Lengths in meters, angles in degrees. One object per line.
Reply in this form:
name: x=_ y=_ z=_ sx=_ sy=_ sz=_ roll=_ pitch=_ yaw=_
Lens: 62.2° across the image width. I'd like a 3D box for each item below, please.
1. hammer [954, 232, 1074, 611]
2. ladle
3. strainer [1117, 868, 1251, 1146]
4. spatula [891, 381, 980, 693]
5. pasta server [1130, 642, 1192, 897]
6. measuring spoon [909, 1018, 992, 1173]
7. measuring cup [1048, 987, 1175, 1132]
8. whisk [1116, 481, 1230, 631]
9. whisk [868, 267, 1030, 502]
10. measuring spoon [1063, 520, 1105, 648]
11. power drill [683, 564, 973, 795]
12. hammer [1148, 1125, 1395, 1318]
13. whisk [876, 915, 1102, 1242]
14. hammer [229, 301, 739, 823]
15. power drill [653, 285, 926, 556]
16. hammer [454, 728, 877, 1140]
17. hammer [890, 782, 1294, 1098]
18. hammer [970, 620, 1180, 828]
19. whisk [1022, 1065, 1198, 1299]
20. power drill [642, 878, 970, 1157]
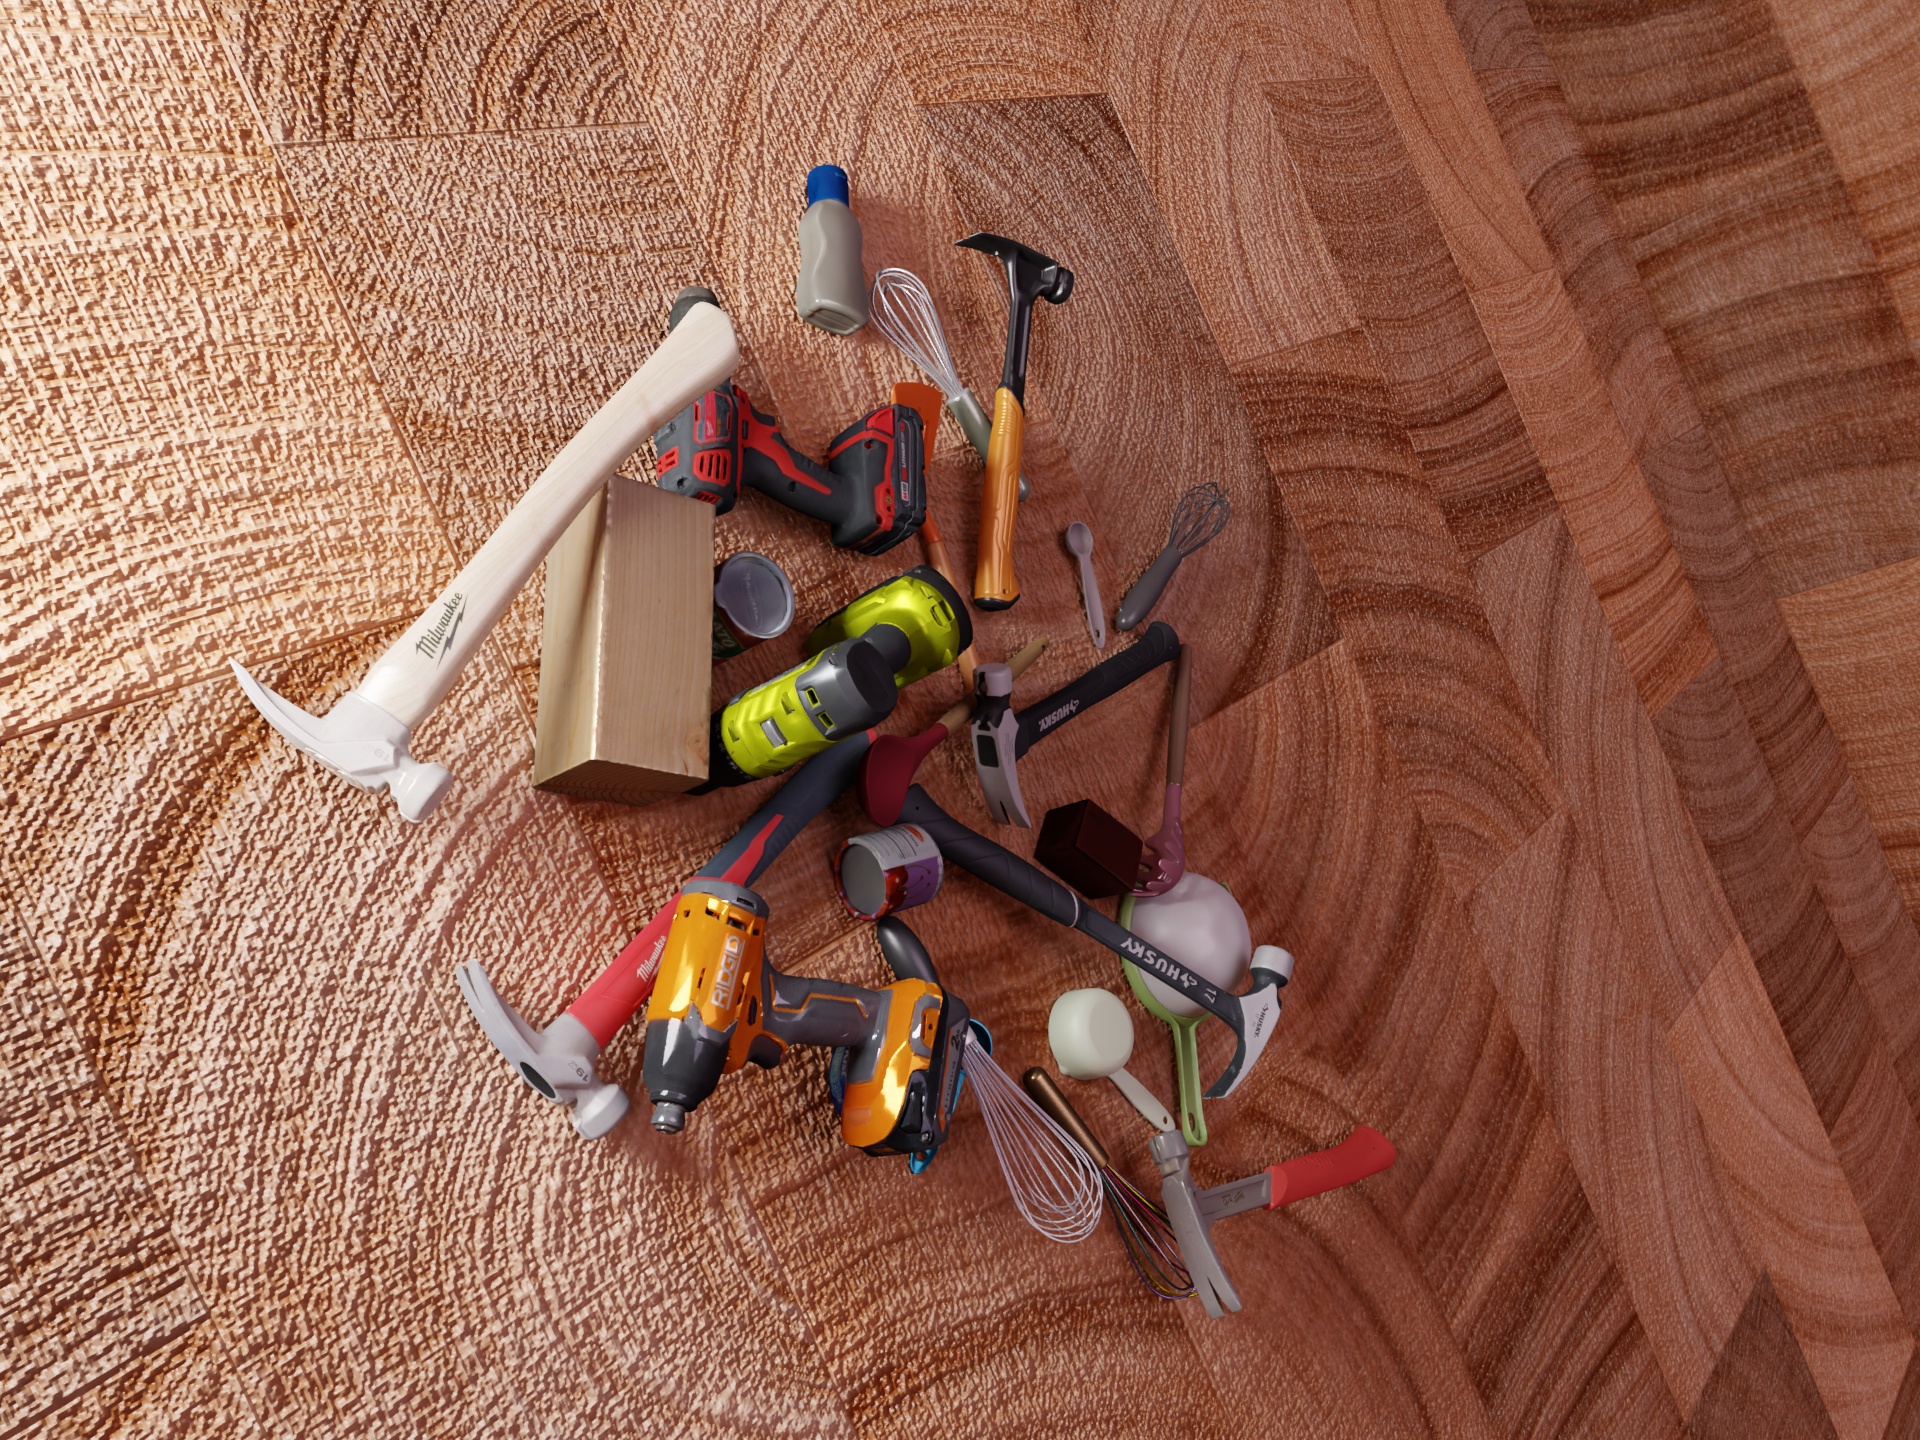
hammer: x=0.038 y=-0.265 z=1.428 sx=0.127 sy=0.034 sz=0.337 roll=12 pitch=79 yaw=-41
ladle: x=-0.002 y=-0.004 z=1.314 sx=0.315 sy=0.031 sz=0.069 roll=-41 pitch=126 yaw=-49
strainer: x=0.219 y=0.249 z=1.429 sx=0.151 sy=0.069 sz=0.257 roll=15 pitch=63 yaw=-39
spatula: x=-0.009 y=-0.133 z=1.380 sx=0.081 sy=0.041 sz=0.322 roll=-10 pitch=83 yaw=-59
pasta server: x=0.196 y=0.040 z=1.489 sx=0.040 sy=0.060 sz=0.316 roll=29 pitch=46 yaw=-19
measuring spoon: x=-0.014 y=0.293 z=1.239 sx=0.042 sy=0.021 sz=0.129 roll=31 pitch=63 yaw=-11
measuring cup: x=0.143 y=0.297 z=1.362 sx=0.167 sy=0.038 sz=0.083 roll=48 pitch=48 yaw=-17
whisk: x=0.214 y=-0.165 z=1.598 sx=0.055 sy=0.055 sz=0.239 roll=51 pitch=51 yaw=-17
whisk: x=-0.006 y=-0.302 z=1.444 sx=0.246 sy=0.058 sz=0.059 roll=56 pitch=25 yaw=-19
measuring spoon: x=0.118 y=-0.128 z=1.519 sx=0.034 sy=0.018 sz=0.124 roll=-9 pitch=88 yaw=-45
power drill: x=-0.102 y=-0.025 z=1.175 sx=0.080 sy=0.190 sz=0.228 roll=59 pitch=31 yaw=-9
hammer: x=0.300 y=0.423 z=1.428 sx=0.358 sy=0.036 sz=0.149 roll=6 pitch=56 yaw=-49
whisk: x=0.016 y=0.271 z=1.216 sx=0.070 sy=0.070 sz=0.285 roll=-24 pitch=76 yaw=-45
hammer: x=-0.283 y=-0.134 z=1.036 sx=0.146 sy=0.038 sz=0.411 roll=35 pitch=65 yaw=-3
power drill: x=-0.141 y=-0.236 z=1.275 sx=0.226 sy=0.080 sz=0.188 roll=11 pitch=67 yaw=-37
hammer: x=-0.183 y=0.107 z=1.132 sx=0.143 sy=0.038 sz=0.386 roll=53 pitch=47 yaw=-13
hammer: x=0.104 y=0.172 z=1.328 sx=0.408 sy=0.036 sz=0.149 roll=32 pitch=63 yaw=-17
hammer: x=0.113 y=-0.020 z=1.436 sx=0.335 sy=0.035 sz=0.146 roll=-29 pitch=120 yaw=-51
whisk: x=0.131 y=0.383 z=1.319 sx=0.245 sy=0.047 sz=0.051 roll=54 pitch=48 yaw=-9
power drill: x=-0.110 y=0.222 z=1.077 sx=0.226 sy=0.084 sz=0.164 roll=30 pitch=57 yaw=-29
